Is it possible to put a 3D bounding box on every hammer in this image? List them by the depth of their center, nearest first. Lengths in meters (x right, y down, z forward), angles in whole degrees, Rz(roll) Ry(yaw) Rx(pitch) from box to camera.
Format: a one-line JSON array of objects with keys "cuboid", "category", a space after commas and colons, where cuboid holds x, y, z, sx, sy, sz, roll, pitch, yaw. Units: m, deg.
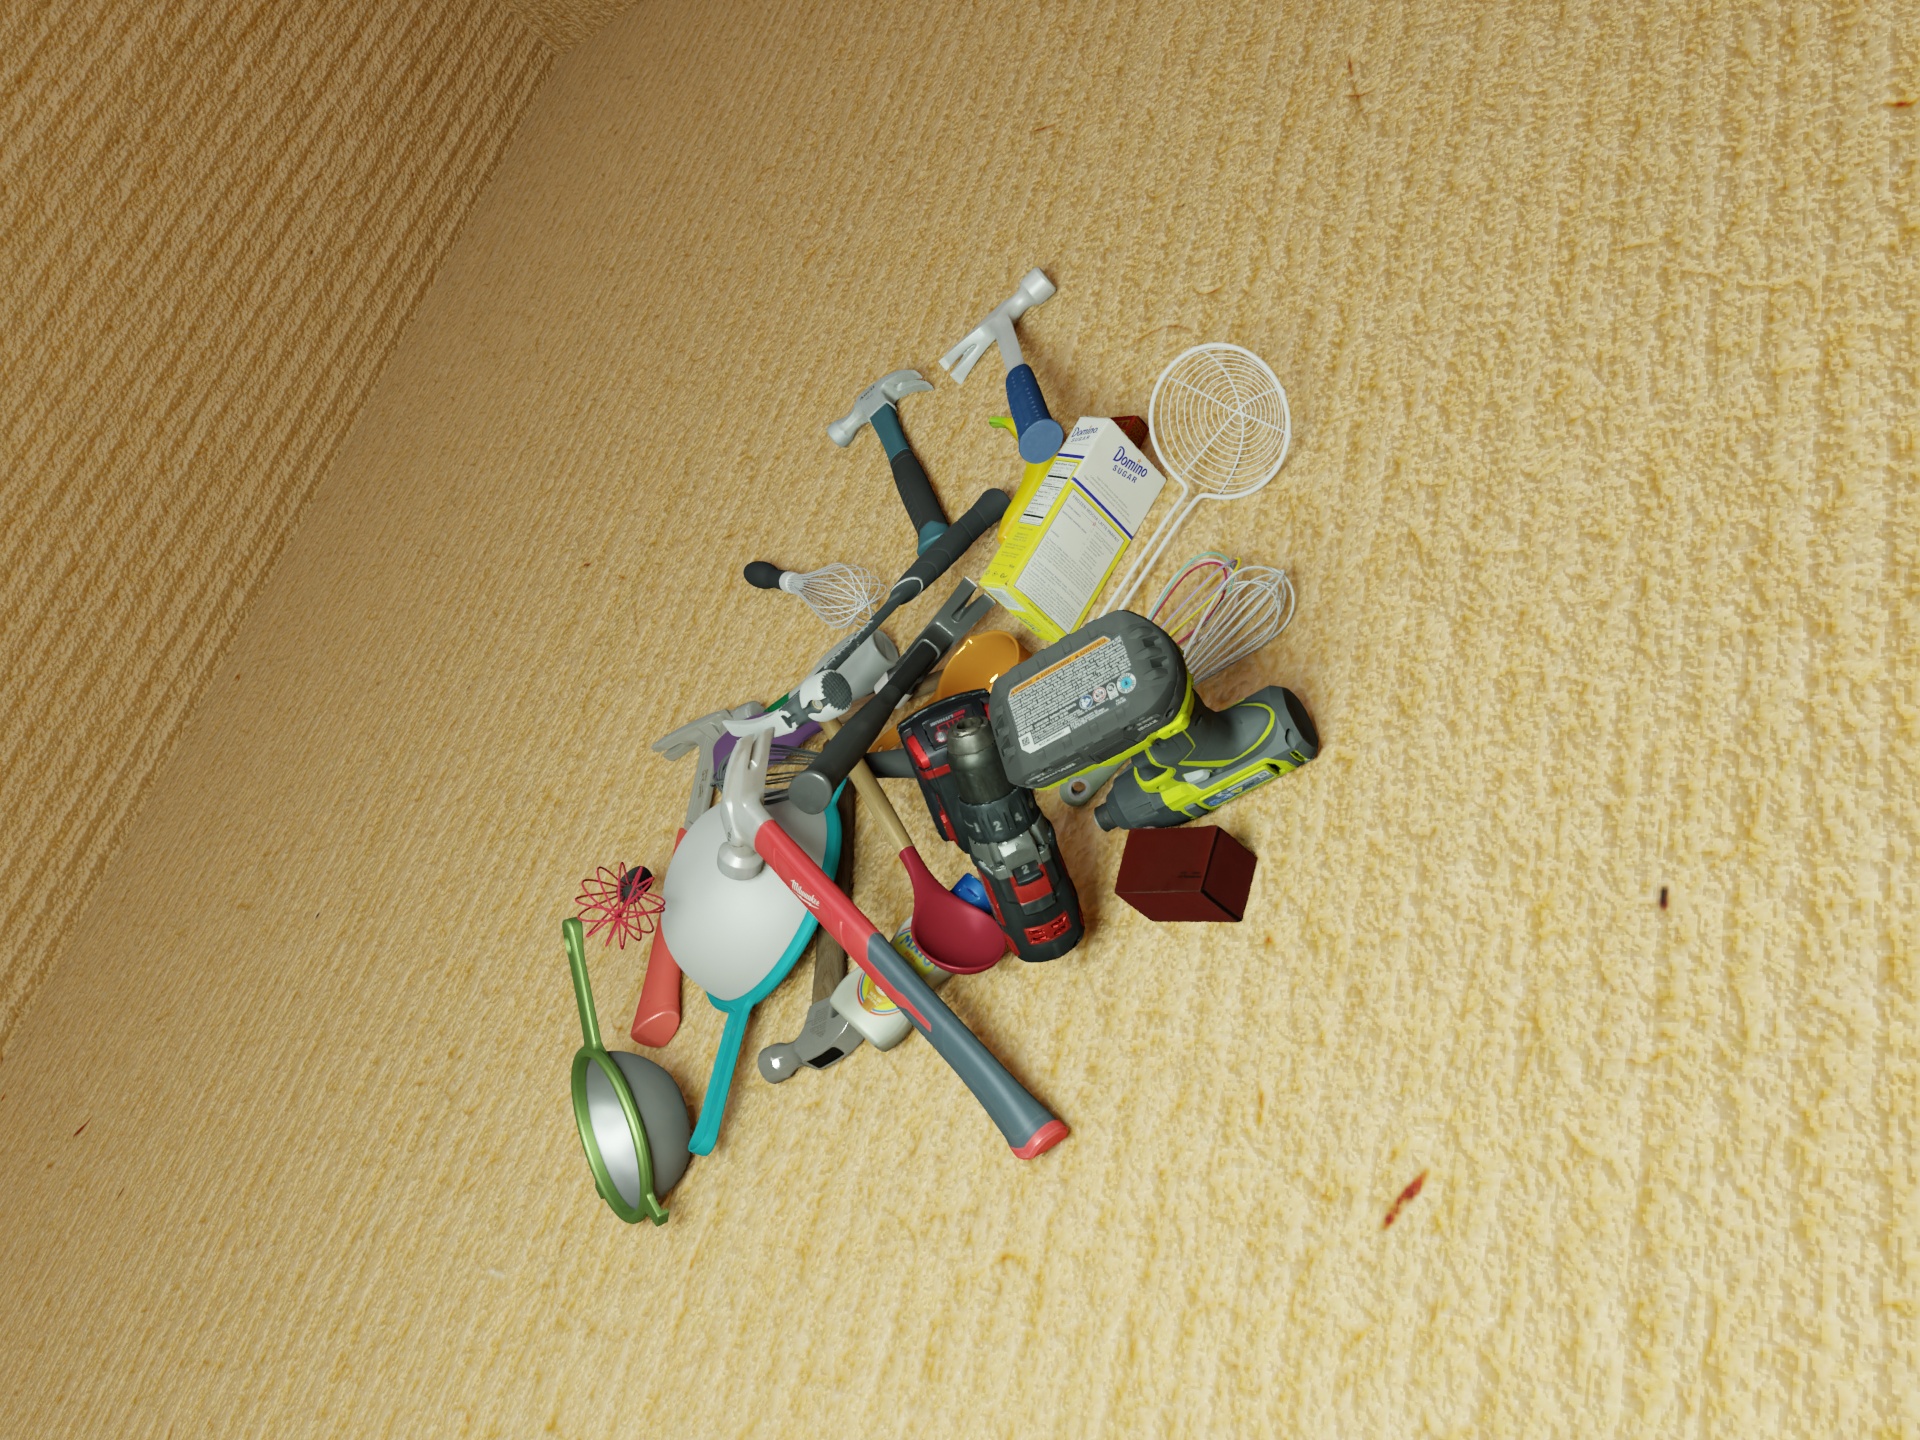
[{"cuboid": [-0.057, 0.165, 1.167, 0.387, 0.038, 0.143, 42, 135, 32], "category": "hammer"}, {"cuboid": [-0.061, -0.014, 1.264, 0.146, 0.035, 0.335, -48, 3, 27], "category": "hammer"}, {"cuboid": [-0.108, 0.144, 1.373, 0.130, 0.031, 0.332, -28, 43, 28], "category": "hammer"}, {"cuboid": [-0.059, -0.100, 1.384, 0.149, 0.036, 0.409, -24, 18, 41], "category": "hammer"}, {"cuboid": [0.051, -0.331, 1.529, 0.144, 0.035, 0.406, -40, 24, 17], "category": "hammer"}, {"cuboid": [-0.273, 0.146, 1.539, 0.149, 0.036, 0.359, -22, 45, 33], "category": "hammer"}, {"cuboid": [-0.059, -0.265, 1.663, 0.128, 0.033, 0.331, -40, 38, 16], "category": "hammer"}]

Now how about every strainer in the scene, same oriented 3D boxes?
[{"cuboid": [-0.277, 0.284, 1.327, 0.151, 0.069, 0.256, -11, 91, 58], "category": "strainer"}, {"cuboid": [-0.209, 0.192, 1.348, 0.211, 0.095, 0.341, -32, 38, 45], "category": "strainer"}]

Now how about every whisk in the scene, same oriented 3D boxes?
[{"cuboid": [0.164, -0.025, 1.227, 0.246, 0.058, 0.059, -47, 3, 11], "category": "whisk"}, {"cuboid": [0.135, -0.041, 1.267, 0.245, 0.051, 0.047, -47, 38, 12], "category": "whisk"}, {"cuboid": [-0.092, 0.041, 1.344, 0.239, 0.055, 0.055, -4, 47, -2], "category": "whisk"}, {"cuboid": [-0.290, 0.151, 1.385, 0.073, 0.073, 0.296, -55, 6, -5], "category": "whisk"}, {"cuboid": [-0.160, -0.140, 1.649, 0.070, 0.070, 0.285, -57, 32, -8], "category": "whisk"}]

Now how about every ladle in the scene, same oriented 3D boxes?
[{"cuboid": [-0.054, 0.085, 1.260, 0.316, 0.069, 0.031, 56, 146, 37], "category": "ladle"}]

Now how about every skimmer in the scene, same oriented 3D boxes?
[{"cuboid": [0.142, -0.135, 1.298, 0.127, 0.090, 0.363, 32, 86, 21], "category": "skimmer"}]

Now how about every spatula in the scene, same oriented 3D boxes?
[{"cuboid": [-0.108, -0.008, 1.483, 0.316, 0.018, 0.060, -19, 64, 27], "category": "spatula"}]

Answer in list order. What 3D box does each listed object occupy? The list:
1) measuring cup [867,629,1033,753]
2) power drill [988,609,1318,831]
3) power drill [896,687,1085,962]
[{"cuboid": [-0.002, -0.004, 1.372, 0.173, 0.052, 0.095, -36, 40, 22], "category": "measuring cup"}, {"cuboid": [0.124, 0.016, 1.081, 0.171, 0.223, 0.080, -30, 60, 24], "category": "power drill"}, {"cuboid": [0.017, 0.052, 1.171, 0.080, 0.187, 0.227, -23, 25, -4], "category": "power drill"}]
